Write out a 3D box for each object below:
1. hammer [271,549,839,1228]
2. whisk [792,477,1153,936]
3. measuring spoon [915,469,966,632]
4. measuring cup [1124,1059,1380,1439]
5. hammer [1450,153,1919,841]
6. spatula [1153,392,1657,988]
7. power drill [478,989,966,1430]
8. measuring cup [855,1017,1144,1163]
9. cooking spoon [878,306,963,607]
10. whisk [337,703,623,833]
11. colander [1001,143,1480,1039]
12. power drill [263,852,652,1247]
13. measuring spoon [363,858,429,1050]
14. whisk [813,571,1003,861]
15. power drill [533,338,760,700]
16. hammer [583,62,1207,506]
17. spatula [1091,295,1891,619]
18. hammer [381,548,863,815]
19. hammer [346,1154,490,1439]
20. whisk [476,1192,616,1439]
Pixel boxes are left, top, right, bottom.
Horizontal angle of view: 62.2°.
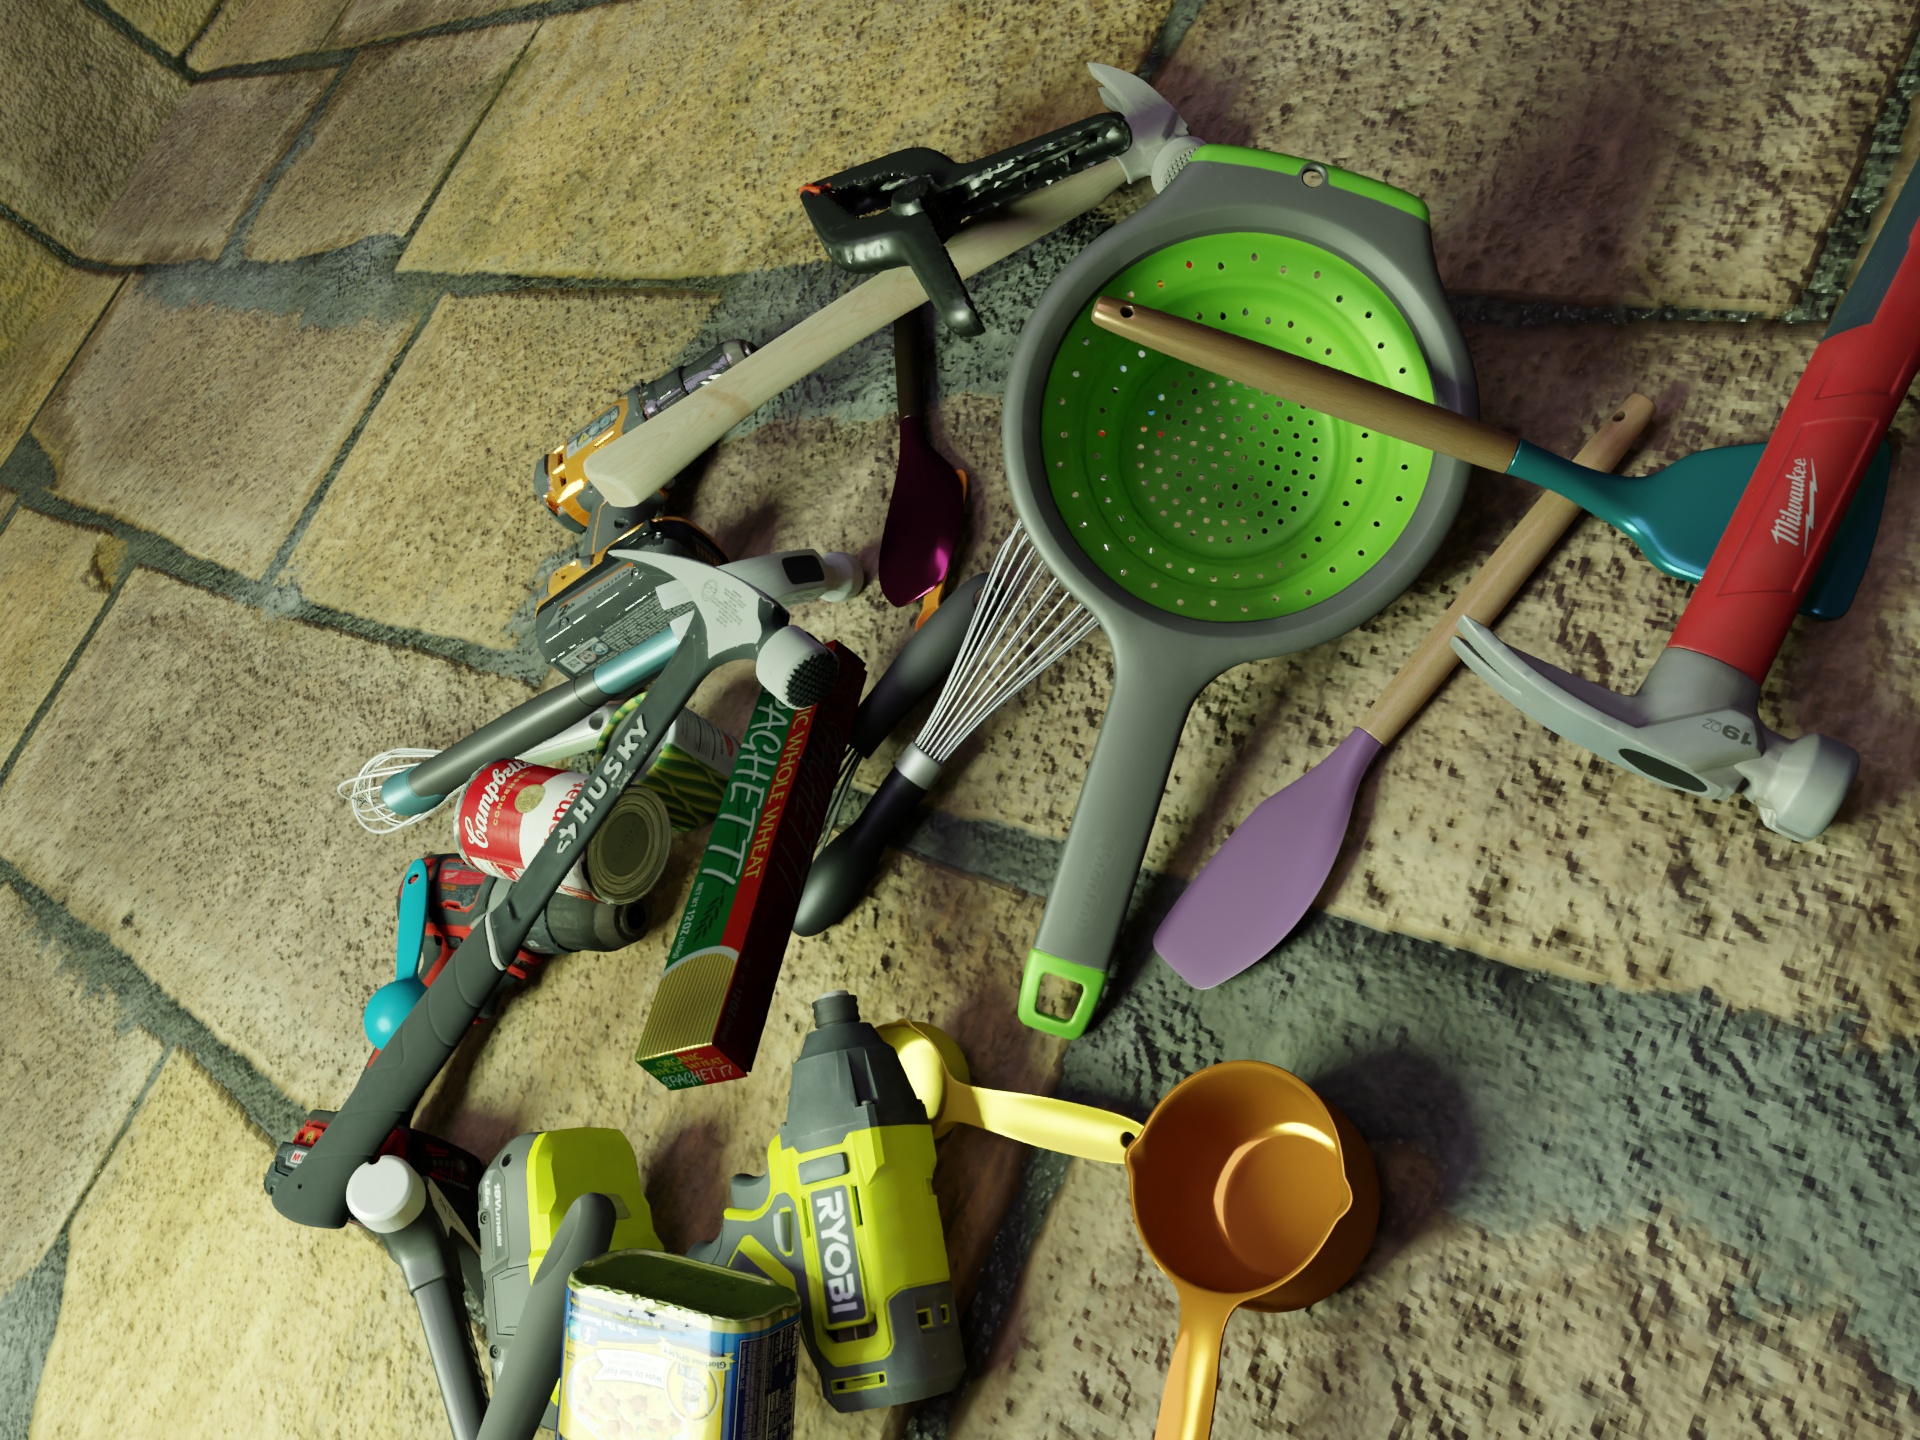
[{"bbox_3d":[-0.228,0.092,0.811,0.149,0.036,0.409,39,95,33],"label":"hammer"},{"bbox_3d":[0.000,-0.002,0.813,0.284,0.070,0.070,-54,44,6],"label":"whisk"},{"bbox_3d":[-0.008,-0.095,0.906,0.021,0.011,0.117,-19,49,41],"label":"measuring spoon"},{"bbox_3d":[0.104,0.218,0.592,0.095,0.052,0.174,0,66,39],"label":"measuring cup"},{"bbox_3d":[0.336,-0.151,0.611,0.143,0.038,0.386,28,79,16],"label":"hammer"},{"bbox_3d":[0.194,-0.012,0.683,0.316,0.018,0.060,-52,38,2],"label":"spatula"},{"bbox_3d":[-0.110,0.229,0.723,0.223,0.080,0.171,-21,68,26],"label":"power drill"},{"bbox_3d":[0.020,0.171,0.707,0.156,0.029,0.062,6,89,29],"label":"measuring cup"},{"bbox_3d":[-0.032,-0.201,0.981,0.069,0.017,0.319,-30,47,33],"label":"cooking spoon"},{"bbox_3d":[-0.316,0.027,1.053,0.246,0.059,0.058,-15,65,26],"label":"whisk"},{"bbox_3d":[0.101,-0.051,0.733,0.204,0.094,0.397,17,93,6],"label":"colander"},{"bbox_3d":[-0.279,0.180,0.909,0.188,0.080,0.227,-1,60,35],"label":"power drill"},{"bbox_3d":[-0.322,0.128,0.911,0.042,0.021,0.129,-25,48,17],"label":"measuring spoon"},{"bbox_3d":[-0.055,0.014,0.852,0.239,0.055,0.055,-50,44,-4],"label":"whisk"},{"bbox_3d":[-0.197,-0.143,1.042,0.185,0.084,0.226,-31,44,18],"label":"power drill"},{"bbox_3d":[-0.052,-0.258,0.966,0.410,0.038,0.146,-31,46,4],"label":"hammer"},{"bbox_3d":[0.204,-0.123,0.649,0.317,0.044,0.082,21,76,8],"label":"spatula"},{"bbox_3d":[-0.218,-0.018,0.947,0.331,0.128,0.033,-26,85,24],"label":"hammer"},{"bbox_3d":[-0.207,0.370,0.721,0.035,0.146,0.335,-21,57,-13],"label":"hammer"},{"bbox_3d":[-0.203,0.337,0.643,0.073,0.073,0.296,-1,60,39],"label":"whisk"}]
